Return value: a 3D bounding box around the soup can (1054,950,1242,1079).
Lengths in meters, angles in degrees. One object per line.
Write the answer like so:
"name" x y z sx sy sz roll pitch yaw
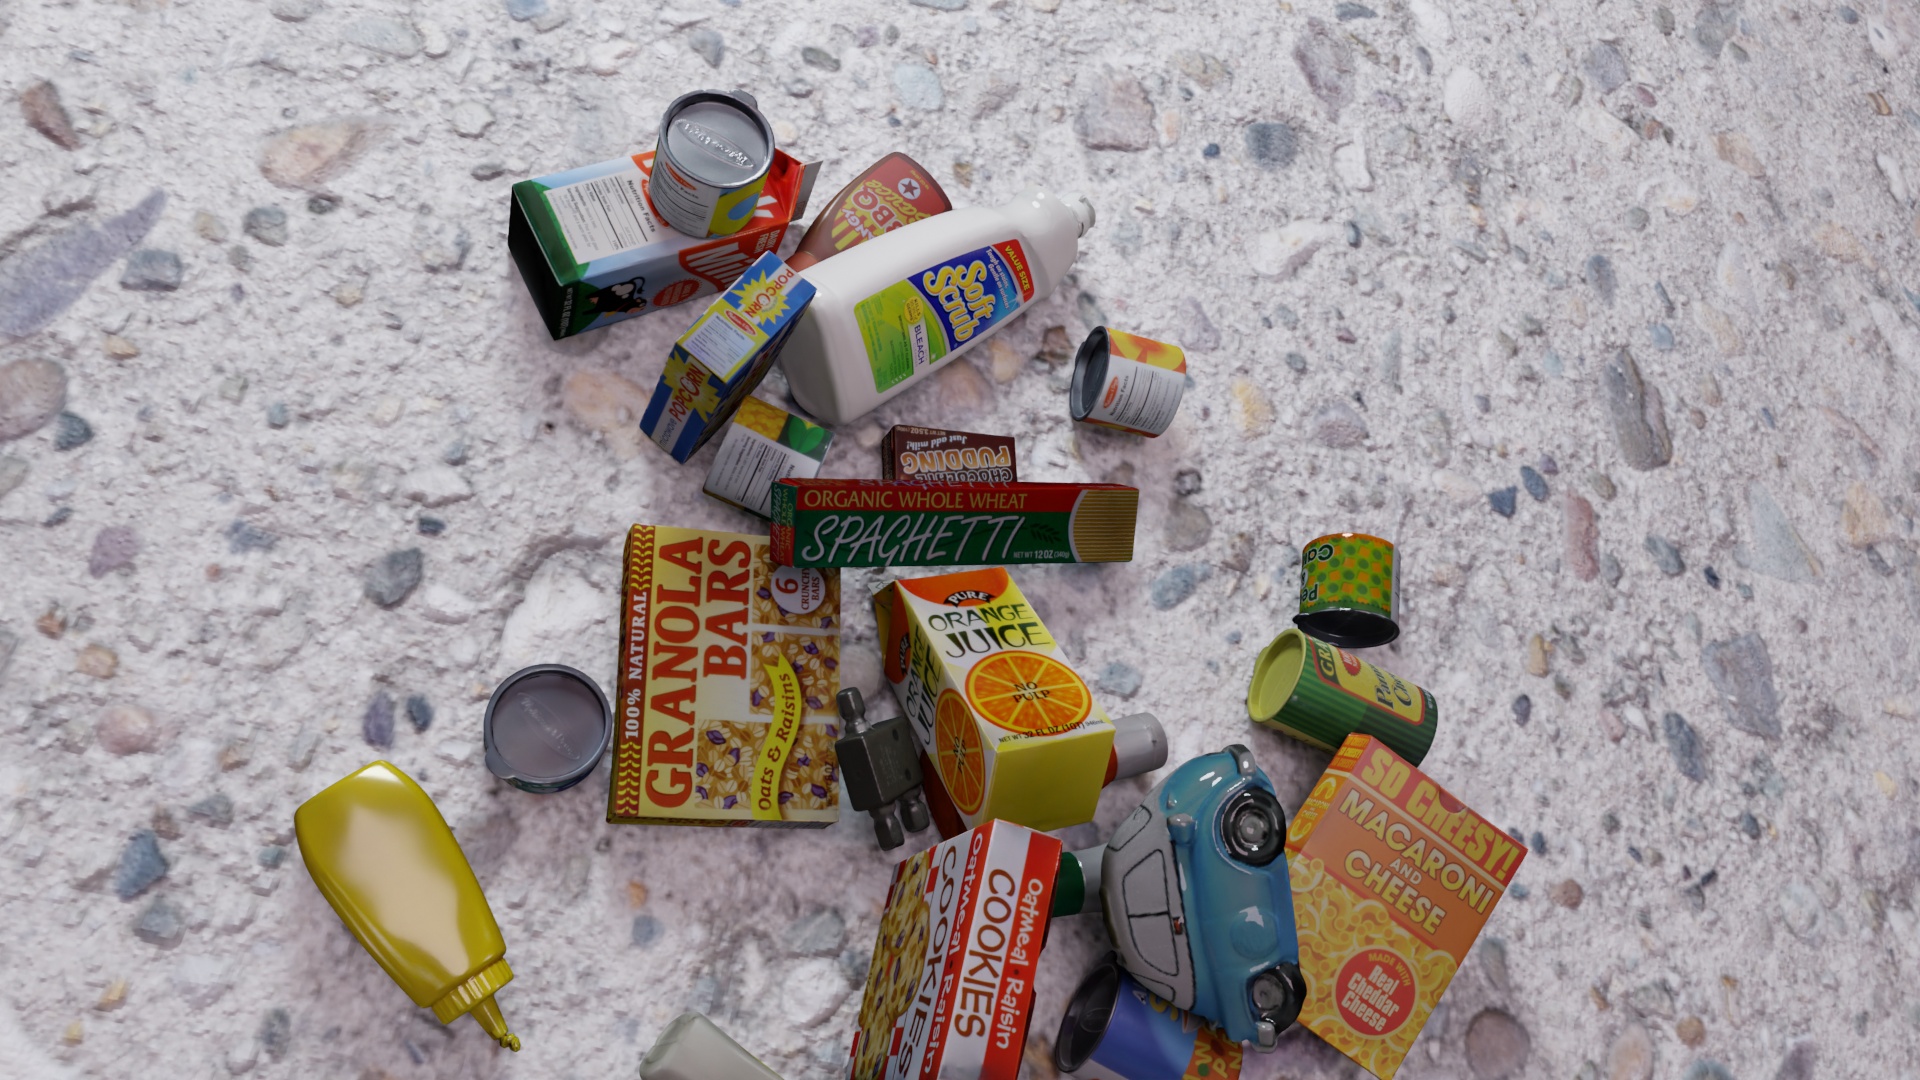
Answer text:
"soup can" 0.107 0.282 0.781 0.084 0.071 0.071 29 63 -7

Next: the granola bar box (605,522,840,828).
"granola bar box" -0.132 0.079 0.792 0.124 0.039 0.166 6 68 -19

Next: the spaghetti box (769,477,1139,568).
"spaghetti box" 0.003 -0.011 0.846 0.251 0.029 0.050 -1 99 -32

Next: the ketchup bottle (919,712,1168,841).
"ketchup bottle" 0.053 0.136 0.834 0.149 0.043 0.065 -10 66 -23

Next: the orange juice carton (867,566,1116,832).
"orange juice carton" 0.010 0.077 0.799 0.072 0.072 0.193 -7 37 -22

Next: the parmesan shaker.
"parmesan shaker" 0.248 0.106 0.906 0.103 0.071 0.071 24 63 -10

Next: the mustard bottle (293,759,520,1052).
"mustard bottle" -0.268 0.189 0.693 0.065 0.048 0.160 -32 83 -27

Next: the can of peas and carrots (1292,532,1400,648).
"can of peas and carrots" 0.260 0.034 0.938 0.071 0.070 0.059 16 64 -13

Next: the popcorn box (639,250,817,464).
"popcorn box" -0.139 -0.105 0.814 0.038 0.126 0.085 41 62 -5

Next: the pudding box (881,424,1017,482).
"pudding box" -0.007 -0.043 0.892 0.084 0.030 0.050 5 69 -18

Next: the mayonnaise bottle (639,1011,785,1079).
"mayonnaise bottle" -0.093 0.299 0.707 0.148 0.064 0.041 40 58 -6

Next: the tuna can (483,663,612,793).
"tuna can" -0.226 0.104 0.752 0.071 0.032 0.071 7 67 -17

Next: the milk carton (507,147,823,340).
"milk carton" -0.176 -0.197 0.869 0.191 0.072 0.073 -23 79 -25

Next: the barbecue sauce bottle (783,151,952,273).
"barbecue sauce bottle" -0.074 -0.196 0.921 0.065 0.043 0.149 46 62 -2

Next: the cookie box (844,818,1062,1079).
"cookie box" -0.006 0.218 0.709 0.040 0.166 0.123 20 64 -13

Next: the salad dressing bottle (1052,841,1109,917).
"salad dressing bottle" 0.099 0.199 0.825 0.148 0.043 0.064 -2 67 -20

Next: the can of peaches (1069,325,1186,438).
"can of peaches" 0.113 -0.108 0.942 0.058 0.071 0.071 12 66 -15

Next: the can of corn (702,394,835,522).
"can of corn" -0.115 -0.047 0.836 0.058 0.071 0.071 25 63 -9

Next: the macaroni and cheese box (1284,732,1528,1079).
"macaroni and cheese box" 0.249 0.221 0.844 0.124 0.040 0.166 36 81 -4

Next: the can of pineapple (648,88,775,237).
"can of pineapple" -0.145 -0.221 0.815 0.071 0.057 0.071 7 69 -18
